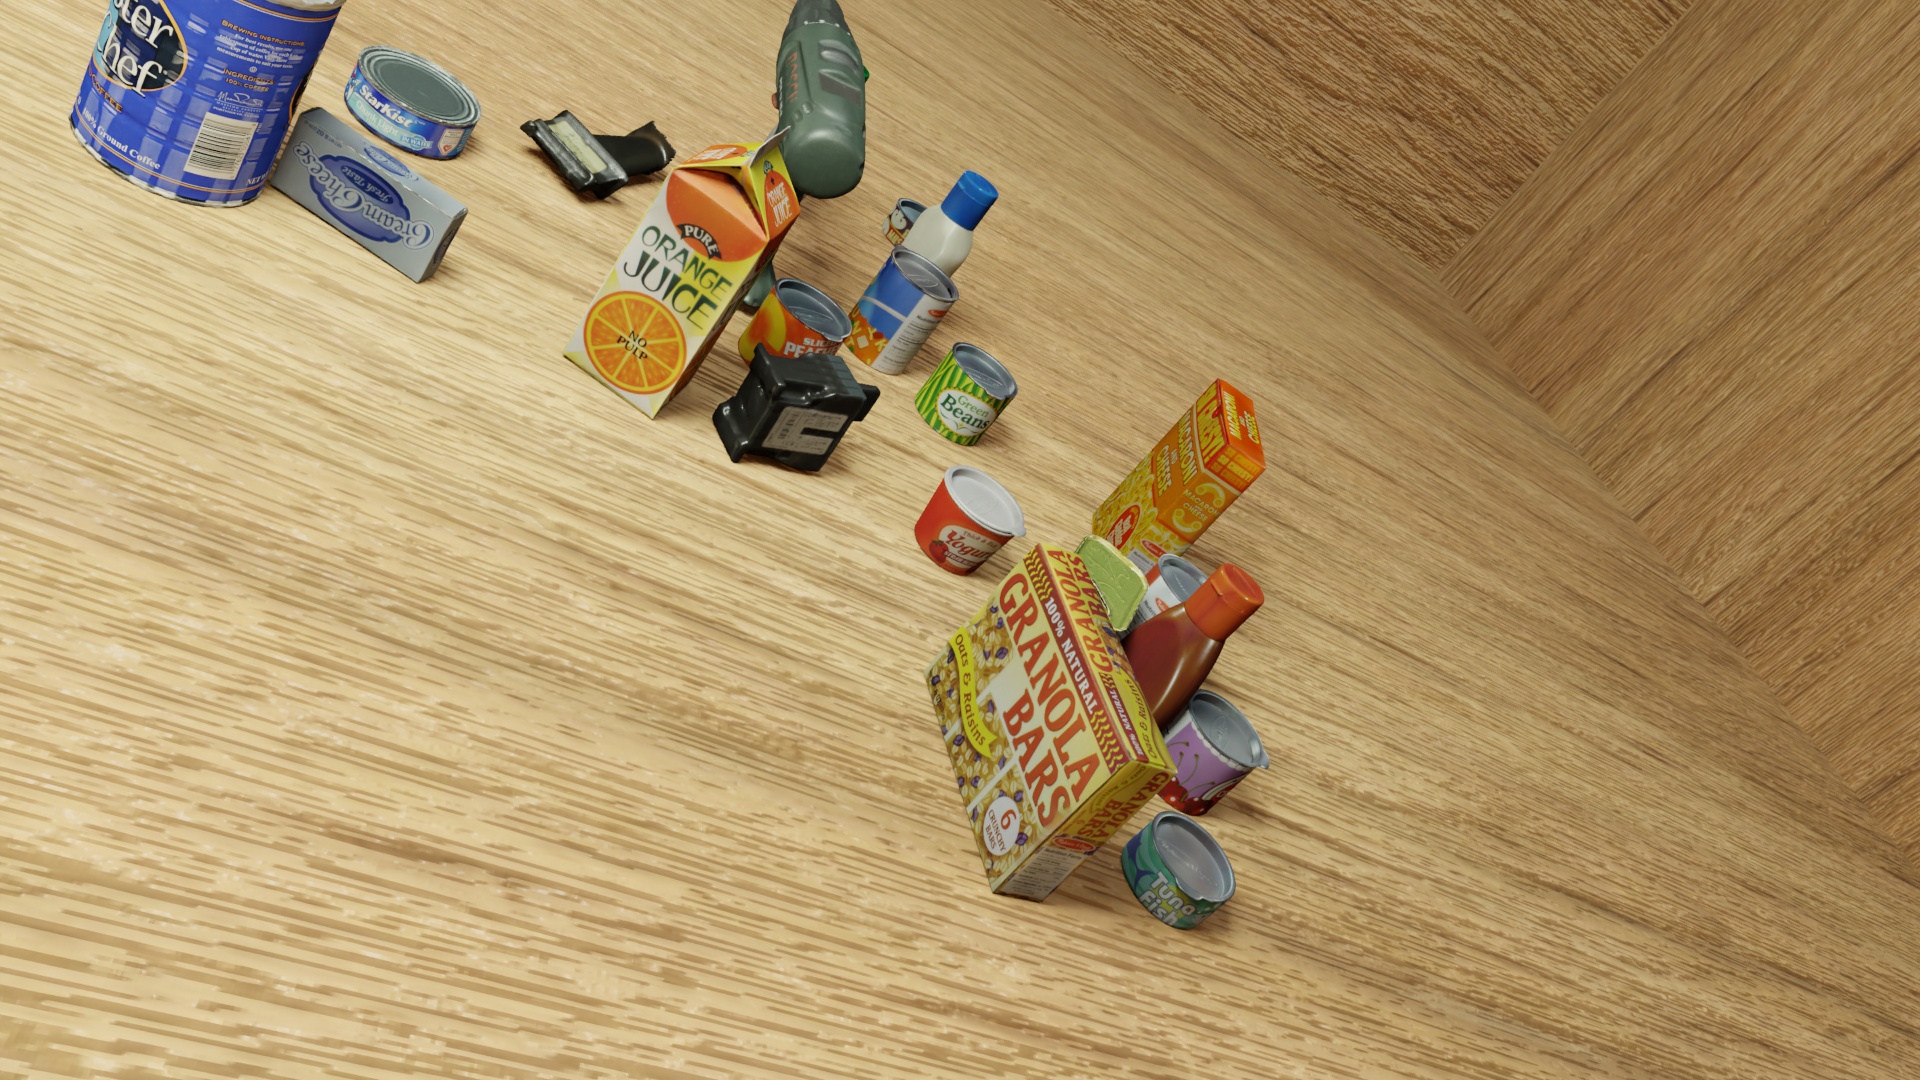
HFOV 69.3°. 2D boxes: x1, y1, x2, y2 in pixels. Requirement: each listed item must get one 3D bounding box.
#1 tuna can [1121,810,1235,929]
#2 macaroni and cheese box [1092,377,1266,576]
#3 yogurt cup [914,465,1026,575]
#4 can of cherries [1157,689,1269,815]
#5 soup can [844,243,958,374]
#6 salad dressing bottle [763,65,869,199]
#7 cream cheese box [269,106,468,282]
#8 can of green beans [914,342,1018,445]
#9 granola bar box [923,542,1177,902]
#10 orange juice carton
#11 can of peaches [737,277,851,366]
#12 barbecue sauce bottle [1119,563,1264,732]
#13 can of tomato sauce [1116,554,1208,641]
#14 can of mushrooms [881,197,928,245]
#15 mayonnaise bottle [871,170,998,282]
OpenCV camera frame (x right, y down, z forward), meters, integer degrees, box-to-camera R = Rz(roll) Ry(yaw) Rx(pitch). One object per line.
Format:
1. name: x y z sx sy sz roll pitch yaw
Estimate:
1. tuna can: 0.133 0.204 0.854 0.071 0.032 0.071 30 29 -18
2. macaroni and cheese box: 0.169 -0.037 1.110 0.040 0.165 0.124 33 28 -13
3. yogurt cup: 0.004 -0.012 0.991 0.072 0.053 0.073 30 29 -18
4. can of cherries: 0.165 0.147 0.950 0.071 0.058 0.072 30 29 -18
5. soup can: -0.053 -0.191 1.153 0.071 0.083 0.072 30 29 -19
6. salad dressing bottle: -0.135 -0.366 1.241 0.044 0.147 0.064 4 44 -49
7. cream cheese box: -0.356 -0.207 0.837 0.104 0.053 0.024 34 28 -11
8. can of green beans: 0.004 -0.121 1.147 0.071 0.057 0.071 30 29 -18
9. granola bar box: 0.045 0.101 0.798 0.039 0.123 0.166 20 33 -34
10. orange juice carton: -0.166 -0.178 0.877 0.073 0.192 0.072 36 27 -8
11. can of peaches: -0.123 -0.151 1.035 0.071 0.057 0.071 30 29 -18
12. barbecue sauce bottle: 0.139 0.077 0.924 0.044 0.148 0.065 13 37 -41
13. can of tomato sauce: 0.148 0.062 1.027 0.071 0.082 0.071 30 29 -19
14. can of mushrooms: -0.044 -0.309 1.393 0.071 0.033 0.071 30 29 -18
15. mayonnaise bottle: -0.023 -0.253 1.212 0.041 0.147 0.065 11 39 -43
